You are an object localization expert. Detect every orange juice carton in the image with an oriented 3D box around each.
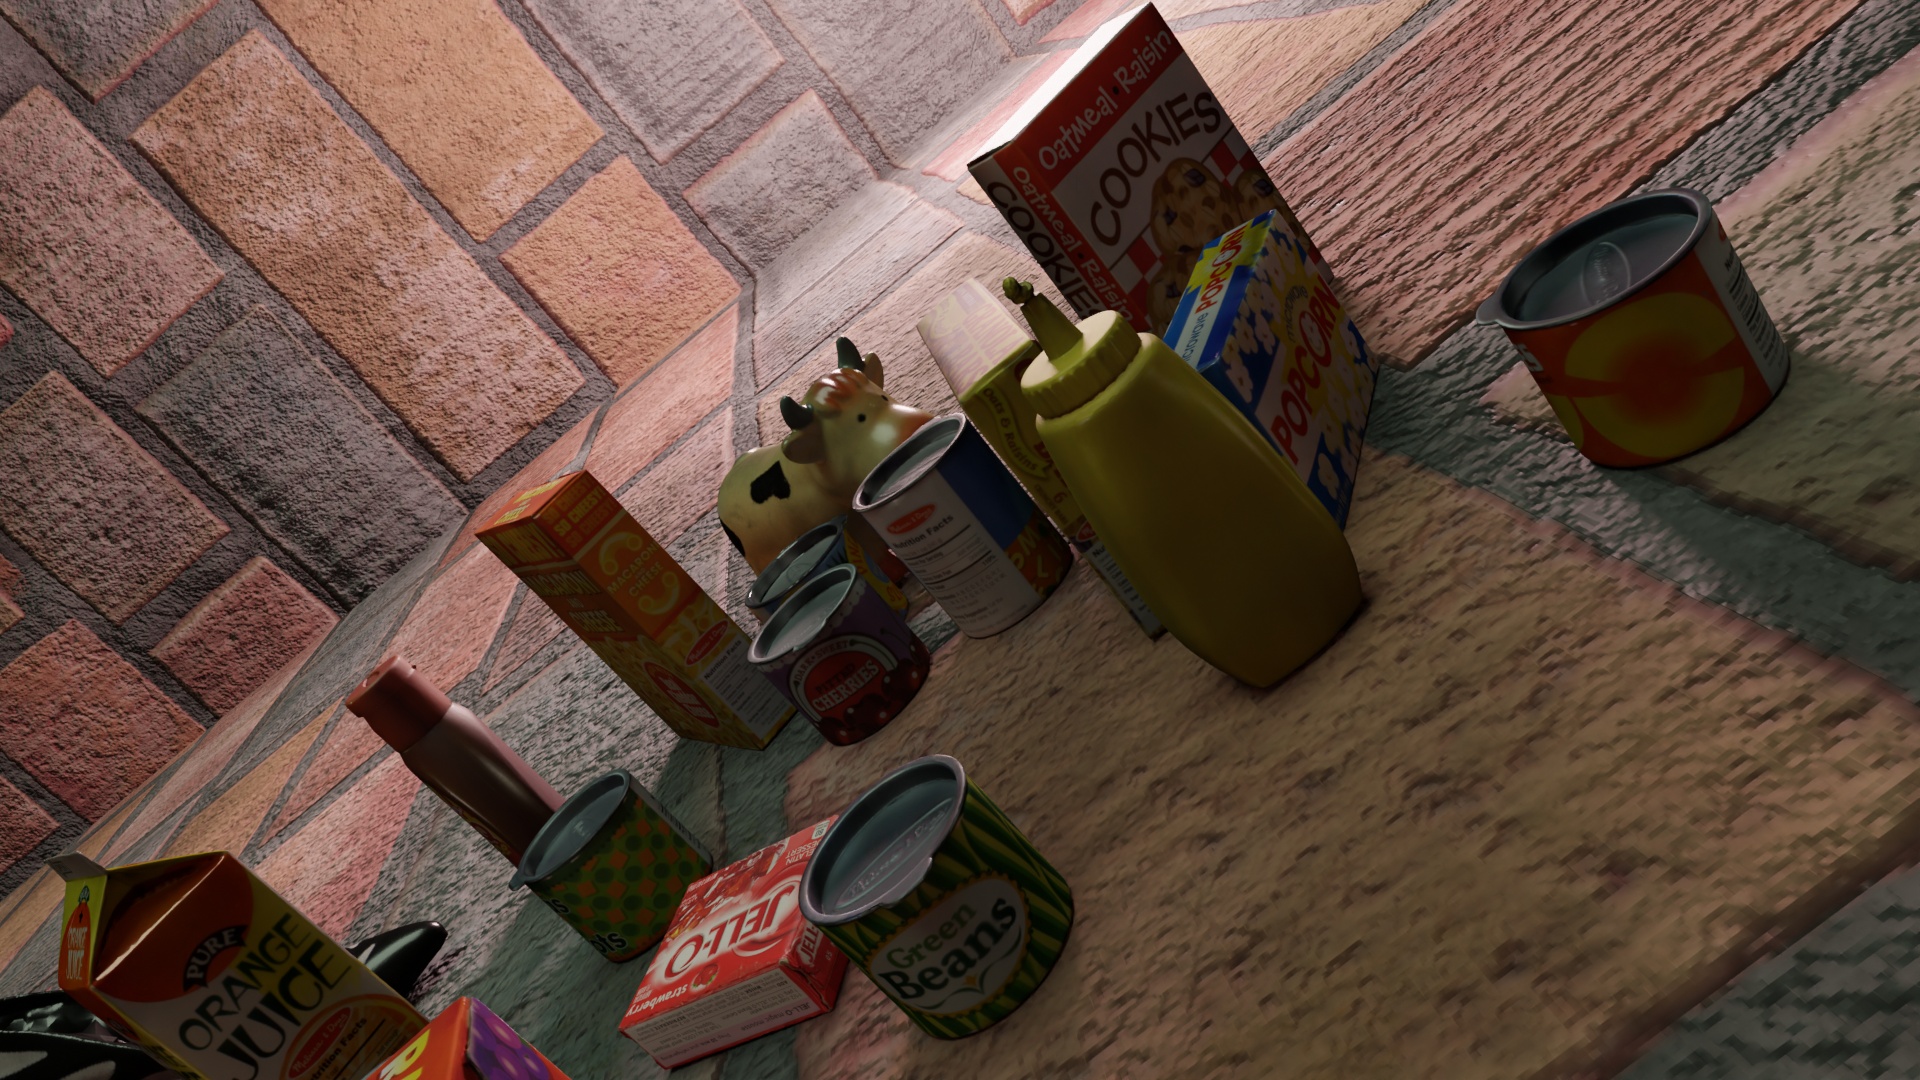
[{"bbox_3d":[-0.319,0.201,0.613,0.071,0.192,0.073,-19,28,47],"label":"orange juice carton"}]

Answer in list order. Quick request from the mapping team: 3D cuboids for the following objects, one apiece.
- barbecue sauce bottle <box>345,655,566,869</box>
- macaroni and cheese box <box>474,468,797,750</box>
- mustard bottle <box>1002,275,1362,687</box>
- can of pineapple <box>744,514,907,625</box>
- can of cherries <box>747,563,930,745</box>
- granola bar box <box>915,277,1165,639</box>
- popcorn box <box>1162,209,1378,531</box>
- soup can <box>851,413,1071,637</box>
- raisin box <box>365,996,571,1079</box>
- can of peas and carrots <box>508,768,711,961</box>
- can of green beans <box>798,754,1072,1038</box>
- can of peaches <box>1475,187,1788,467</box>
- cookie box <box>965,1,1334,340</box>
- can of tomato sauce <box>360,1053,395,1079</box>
[{"bbox_3d":[-0.257,0.124,0.738,0.044,0.148,0.065,-47,20,-20],"label":"barbecue sauce bottle"},{"bbox_3d":[-0.172,0.039,0.741,0.040,0.166,0.123,-49,21,-25],"label":"macaroni and cheese box"},{"bbox_3d":[0.065,-0.025,0.448,0.065,0.160,0.049,-41,19,-2],"label":"mustard bottle"},{"bbox_3d":[-0.069,0.031,0.730,0.071,0.057,0.071,-35,19,14],"label":"can of pineapple"},{"bbox_3d":[-0.056,0.055,0.653,0.071,0.058,0.072,-35,19,14],"label":"can of cherries"},{"bbox_3d":[0.040,-0.042,0.588,0.039,0.124,0.166,-38,19,6],"label":"granola bar box"},{"bbox_3d":[0.120,-0.063,0.544,0.038,0.085,0.127,-26,24,37],"label":"popcorn box"},{"bbox_3d":[0.002,-0.008,0.645,0.071,0.083,0.071,-35,19,14],"label":"soup can"},{"bbox_3d":[-0.095,0.181,0.342,0.040,0.123,0.086,-41,19,-3],"label":"raisin box"},{"bbox_3d":[-0.158,0.150,0.632,0.071,0.058,0.071,-35,19,14],"label":"can of peas and carrots"},{"bbox_3d":[-0.007,0.111,0.435,0.071,0.057,0.071,-35,19,14],"label":"can of green beans"},{"bbox_3d":[0.206,-0.063,0.426,0.071,0.058,0.071,-35,19,14],"label":"can of peaches"},{"bbox_3d":[0.095,-0.151,0.661,0.040,0.167,0.123,-12,33,55],"label":"cookie box"},{"bbox_3d":[-0.175,0.223,0.462,0.071,0.083,0.071,-35,19,14],"label":"can of tomato sauce"}]
